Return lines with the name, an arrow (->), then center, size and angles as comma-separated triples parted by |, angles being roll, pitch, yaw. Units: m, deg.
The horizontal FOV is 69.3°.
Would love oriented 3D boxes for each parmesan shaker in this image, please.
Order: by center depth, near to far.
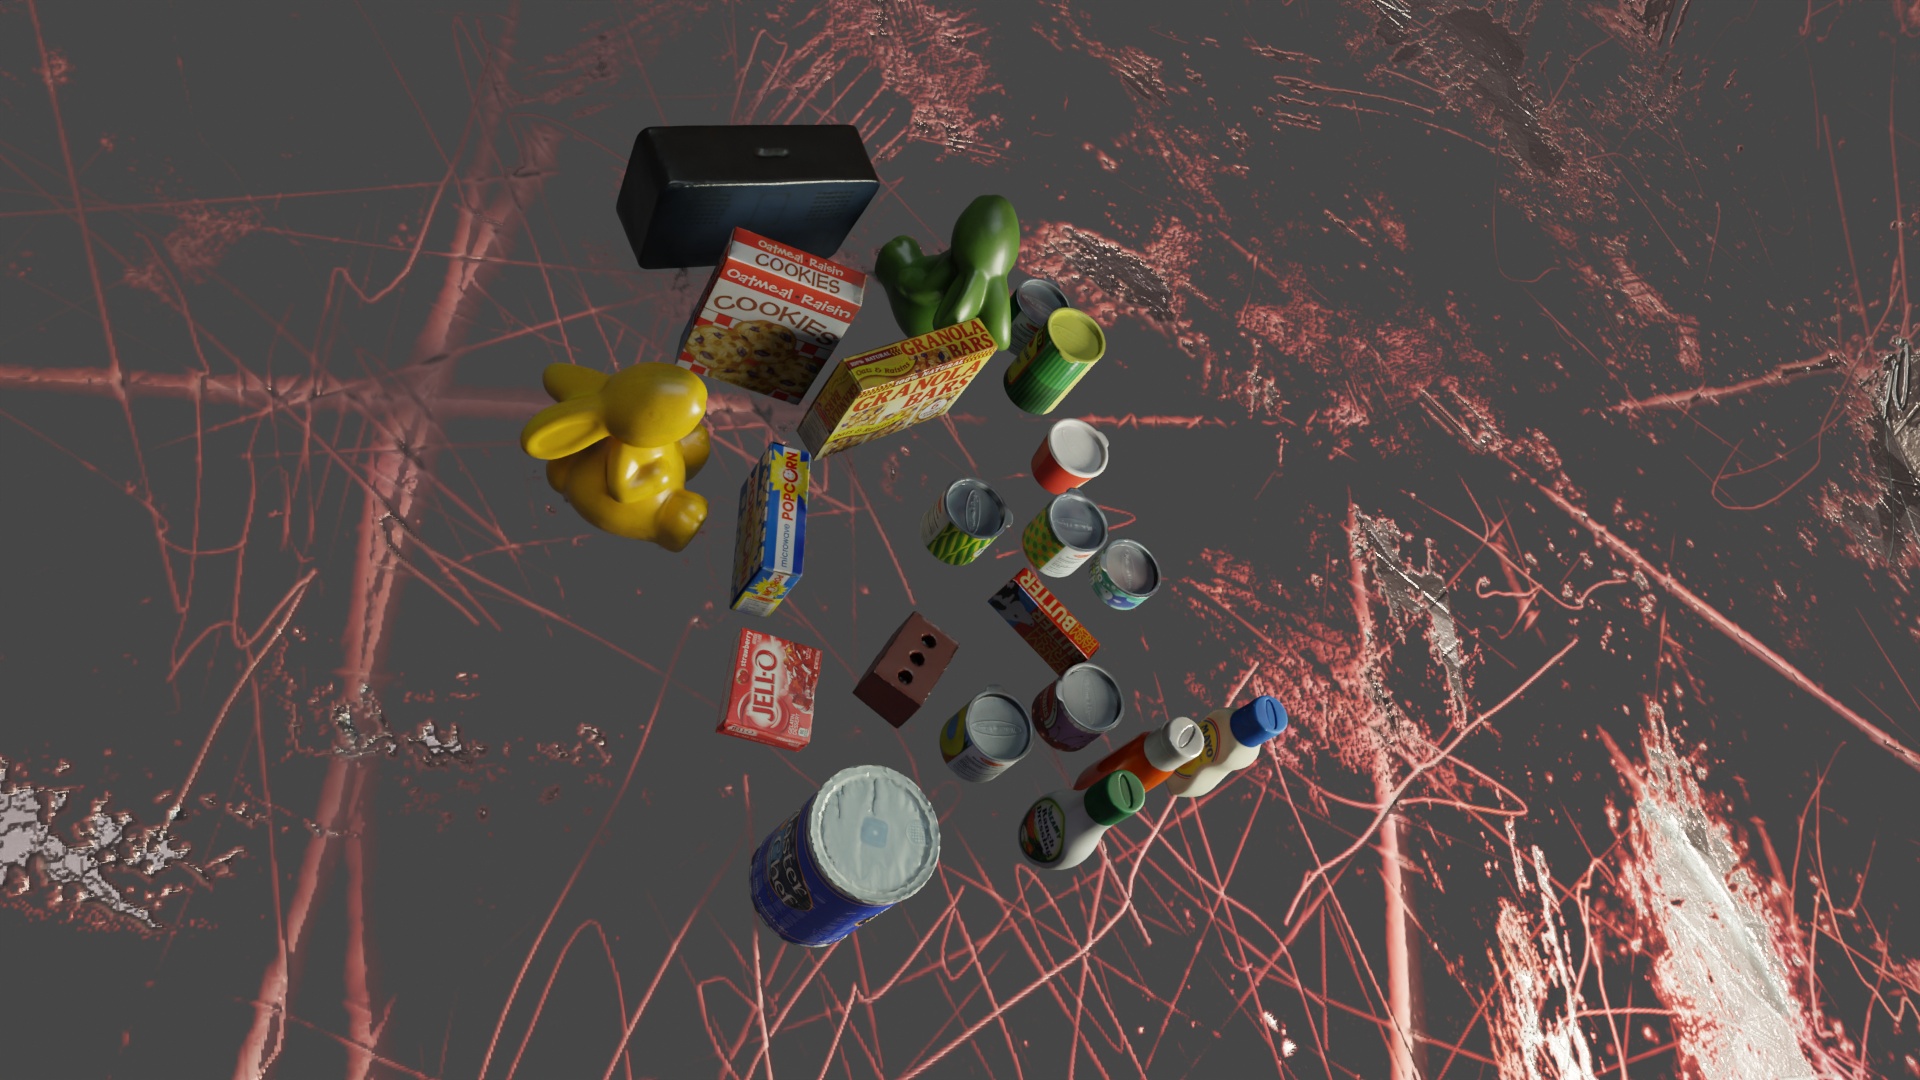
parmesan shaker -> 0.094, -0.181, 1.426 | 0.071, 0.102, 0.071 | 14, 57, -22

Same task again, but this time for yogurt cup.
yogurt cup -> 0.107, -0.082, 1.406 | 0.072, 0.053, 0.073 | 14, 57, -22

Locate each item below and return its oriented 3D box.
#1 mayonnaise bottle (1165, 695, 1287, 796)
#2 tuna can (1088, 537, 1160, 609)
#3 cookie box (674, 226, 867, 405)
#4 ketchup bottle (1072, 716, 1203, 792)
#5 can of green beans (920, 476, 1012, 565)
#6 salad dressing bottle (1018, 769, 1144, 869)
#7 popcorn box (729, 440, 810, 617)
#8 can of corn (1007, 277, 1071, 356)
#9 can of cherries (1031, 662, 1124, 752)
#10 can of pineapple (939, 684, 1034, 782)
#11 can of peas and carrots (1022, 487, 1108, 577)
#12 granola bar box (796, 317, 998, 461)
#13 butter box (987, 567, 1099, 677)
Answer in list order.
mayonnaise bottle -> 0.237, 0.183, 1.261 | 0.041, 0.147, 0.065 | 8, 59, -25
tuna can -> 0.161, 0.033, 1.381 | 0.071, 0.032, 0.071 | 14, 57, -22
cookie box -> -0.173, -0.198, 1.249 | 0.123, 0.166, 0.040 | 17, 56, -20
ketchup bottle -> 0.155, 0.195, 1.207 | 0.043, 0.148, 0.065 | 44, 51, 1
can of green beans -> 0.003, -0.017, 1.308 | 0.071, 0.057, 0.071 | 14, 57, -22
salad dressing bottle -> 0.100, 0.231, 1.157 | 0.044, 0.147, 0.064 | 3, 62, -28
popcorn box -> -0.164, -0.009, 1.194 | 0.038, 0.084, 0.127 | 14, 57, -22
can of corn -> 0.077, -0.238, 1.479 | 0.071, 0.058, 0.071 | 14, 57, -22
can of cherries -> 0.104, 0.151, 1.263 | 0.071, 0.058, 0.072 | 14, 57, -22
can of pineapple -> 0.023, 0.169, 1.209 | 0.071, 0.057, 0.071 | 14, 57, -22
can of peas and carrots -> 0.101, -0.007, 1.356 | 0.071, 0.058, 0.071 | 14, 57, -22
granola bar box -> -0.060, -0.144, 1.306 | 0.166, 0.123, 0.039 | -24, 76, -37
butter box -> 0.078, 0.077, 1.296 | 0.103, 0.053, 0.024 | 46, 51, 3
